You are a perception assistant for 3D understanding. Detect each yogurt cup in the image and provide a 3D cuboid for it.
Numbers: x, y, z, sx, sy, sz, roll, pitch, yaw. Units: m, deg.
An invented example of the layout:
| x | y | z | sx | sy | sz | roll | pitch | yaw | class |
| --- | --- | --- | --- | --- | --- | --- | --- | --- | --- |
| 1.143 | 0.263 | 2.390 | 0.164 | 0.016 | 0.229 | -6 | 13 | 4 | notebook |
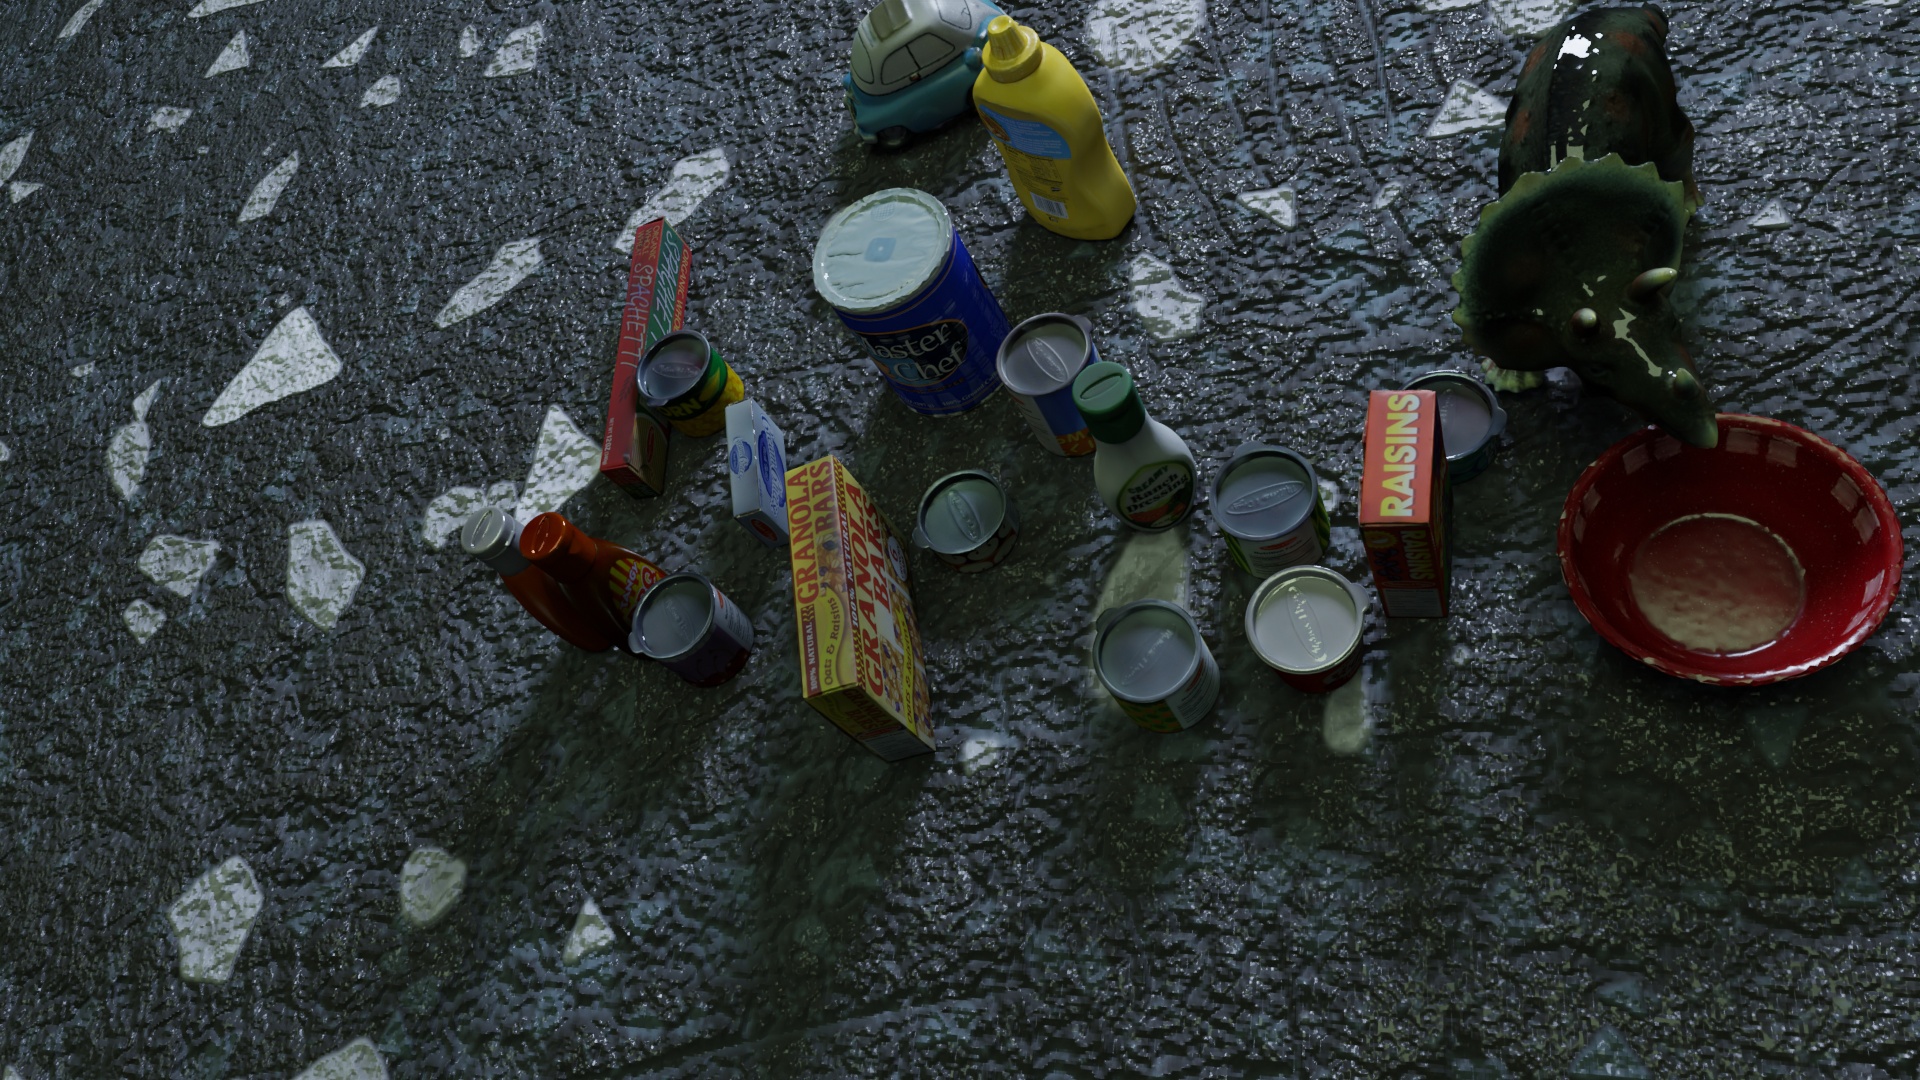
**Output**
| x | y | z | sx | sy | sz | roll | pitch | yaw | class |
| --- | --- | --- | --- | --- | --- | --- | --- | --- | --- |
| 0.207 | 0.056 | 0.820 | 0.072 | 0.053 | 0.073 | -10 | 60 | 18 | yogurt cup |

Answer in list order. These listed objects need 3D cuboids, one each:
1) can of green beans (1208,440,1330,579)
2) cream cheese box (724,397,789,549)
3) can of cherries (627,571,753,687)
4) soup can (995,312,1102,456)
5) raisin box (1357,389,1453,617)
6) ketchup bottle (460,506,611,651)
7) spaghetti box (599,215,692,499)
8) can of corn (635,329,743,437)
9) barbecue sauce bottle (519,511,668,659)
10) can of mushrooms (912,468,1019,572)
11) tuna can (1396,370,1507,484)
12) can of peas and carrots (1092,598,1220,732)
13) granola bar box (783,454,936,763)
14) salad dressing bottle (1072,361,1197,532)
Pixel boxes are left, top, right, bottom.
| x | y | z | sx | sy | sz | roll | pitch | yaw | class |
| --- | --- | --- | --- | --- | --- | --- | --- | --- | --- |
| 0.193 | -0.017 | 0.863 | 0.071 | 0.057 | 0.071 | -10 | 60 | 18 | can of green beans |
| -0.150 | -0.050 | 1.032 | 0.024 | 0.053 | 0.104 | -19 | 57 | 13 | cream cheese box |
| -0.191 | 0.065 | 0.983 | 0.071 | 0.058 | 0.072 | -10 | 60 | 18 | can of cherries |
| 0.072 | -0.107 | 0.949 | 0.071 | 0.083 | 0.071 | -10 | 60 | 18 | soup can |
| 0.257 | -0.019 | 0.797 | 0.040 | 0.123 | 0.086 | 1 | 64 | 24 | raisin box |
| -0.295 | 0.025 | 0.996 | 0.043 | 0.148 | 0.065 | 8 | 67 | 27 | ketchup bottle |
| -0.255 | -0.153 | 1.137 | 0.028 | 0.050 | 0.251 | -10 | 59 | 18 | spaghetti box |
| -0.214 | -0.121 | 1.096 | 0.071 | 0.058 | 0.071 | -10 | 60 | 18 | can of corn |
| -0.250 | 0.029 | 0.974 | 0.043 | 0.148 | 0.065 | 0 | 63 | 24 | barbecue sauce bottle |
| 0.003 | -0.012 | 0.957 | 0.071 | 0.033 | 0.071 | -10 | 59 | 18 | can of mushrooms |
| 0.302 | -0.069 | 0.860 | 0.071 | 0.032 | 0.071 | -10 | 59 | 18 | tuna can |
| 0.118 | 0.076 | 0.844 | 0.071 | 0.058 | 0.071 | -10 | 60 | 18 | can of peas and carrots |
| -0.066 | 0.046 | 0.900 | 0.039 | 0.124 | 0.166 | -18 | 57 | 14 | granola bar box |
| 0.107 | -0.057 | 0.868 | 0.064 | 0.147 | 0.044 | -29 | 56 | 6 | salad dressing bottle |
